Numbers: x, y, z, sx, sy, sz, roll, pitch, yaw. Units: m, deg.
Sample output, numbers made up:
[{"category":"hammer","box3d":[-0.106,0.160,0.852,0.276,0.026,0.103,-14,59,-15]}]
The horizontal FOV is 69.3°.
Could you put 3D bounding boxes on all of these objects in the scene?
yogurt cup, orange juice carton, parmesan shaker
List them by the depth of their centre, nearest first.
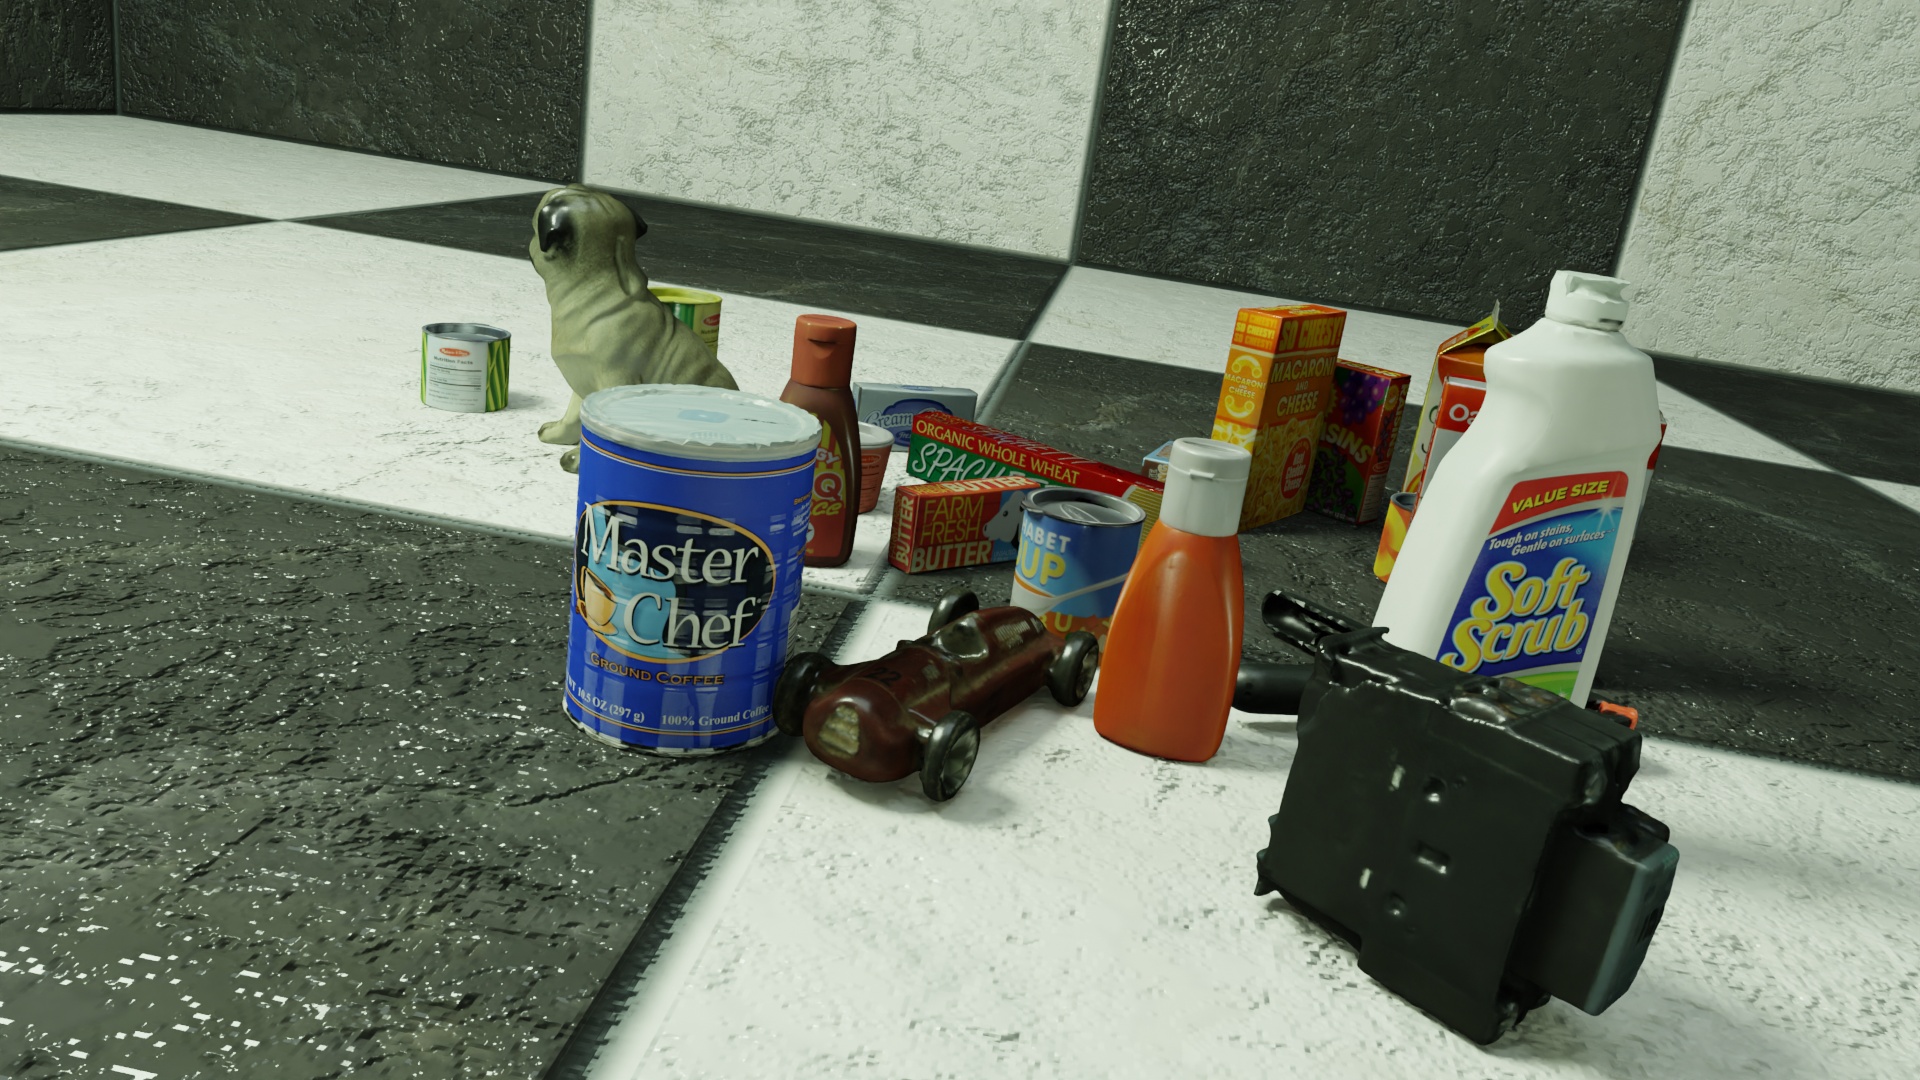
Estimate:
[{"category":"yogurt cup","box3d":[-0.083,-0.052,0.971,0.072,0.053,0.072,8,17,-2]},{"category":"orange juice carton","box3d":[0.394,-0.089,1.078,0.073,0.192,0.072,14,18,17]},{"category":"parmesan shaker","box3d":[-0.231,-0.147,1.119,0.071,0.102,0.071,8,17,-2]}]

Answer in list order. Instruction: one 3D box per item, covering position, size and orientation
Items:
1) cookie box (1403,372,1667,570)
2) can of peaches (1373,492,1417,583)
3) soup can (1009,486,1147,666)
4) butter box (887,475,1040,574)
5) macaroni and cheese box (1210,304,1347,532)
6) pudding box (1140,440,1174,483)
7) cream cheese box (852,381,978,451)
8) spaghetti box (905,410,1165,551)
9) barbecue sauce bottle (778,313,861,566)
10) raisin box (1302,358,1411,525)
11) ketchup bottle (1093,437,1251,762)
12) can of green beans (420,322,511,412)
[{"category":"cookie box","box3d":[0.336,-0.008,0.839,0.123,0.166,0.040,13,18,14]},{"category":"can of peaches","box3d":[0.332,0.003,0.985,0.071,0.058,0.071,8,17,-2]},{"category":"soup can","box3d":[0.060,0.019,0.765,0.071,0.083,0.071,8,17,-2]},{"category":"butter box","box3d":[0.003,-0.011,0.885,0.104,0.053,0.024,-6,22,-38]},{"category":"macaroni and cheese box","box3d":[0.241,-0.098,1.077,0.040,0.165,0.124,20,21,34]},{"category":"pudding box","box3d":[0.160,-0.045,1.069,0.030,0.049,0.084,14,18,18]},{"category":"cream cheese box","box3d":[-0.040,-0.100,1.143,0.104,0.053,0.024,1,19,-22]},{"category":"spaghetti box","box3d":[0.063,-0.041,1.010,0.250,0.050,0.029,21,21,34]},{"category":"barbecue sauce bottle","box3d":[-0.089,-0.060,0.839,0.065,0.148,0.044,8,17,-2]},{"category":"raisin box","box3d":[0.310,-0.084,1.139,0.086,0.123,0.040,23,22,40]},{"category":"ketchup bottle","box3d":[0.105,0.027,0.653,0.065,0.148,0.044,13,18,16]},{"category":"can of green beans","box3d":[-0.387,-0.136,1.085,0.071,0.057,0.071,8,17,-2]}]
